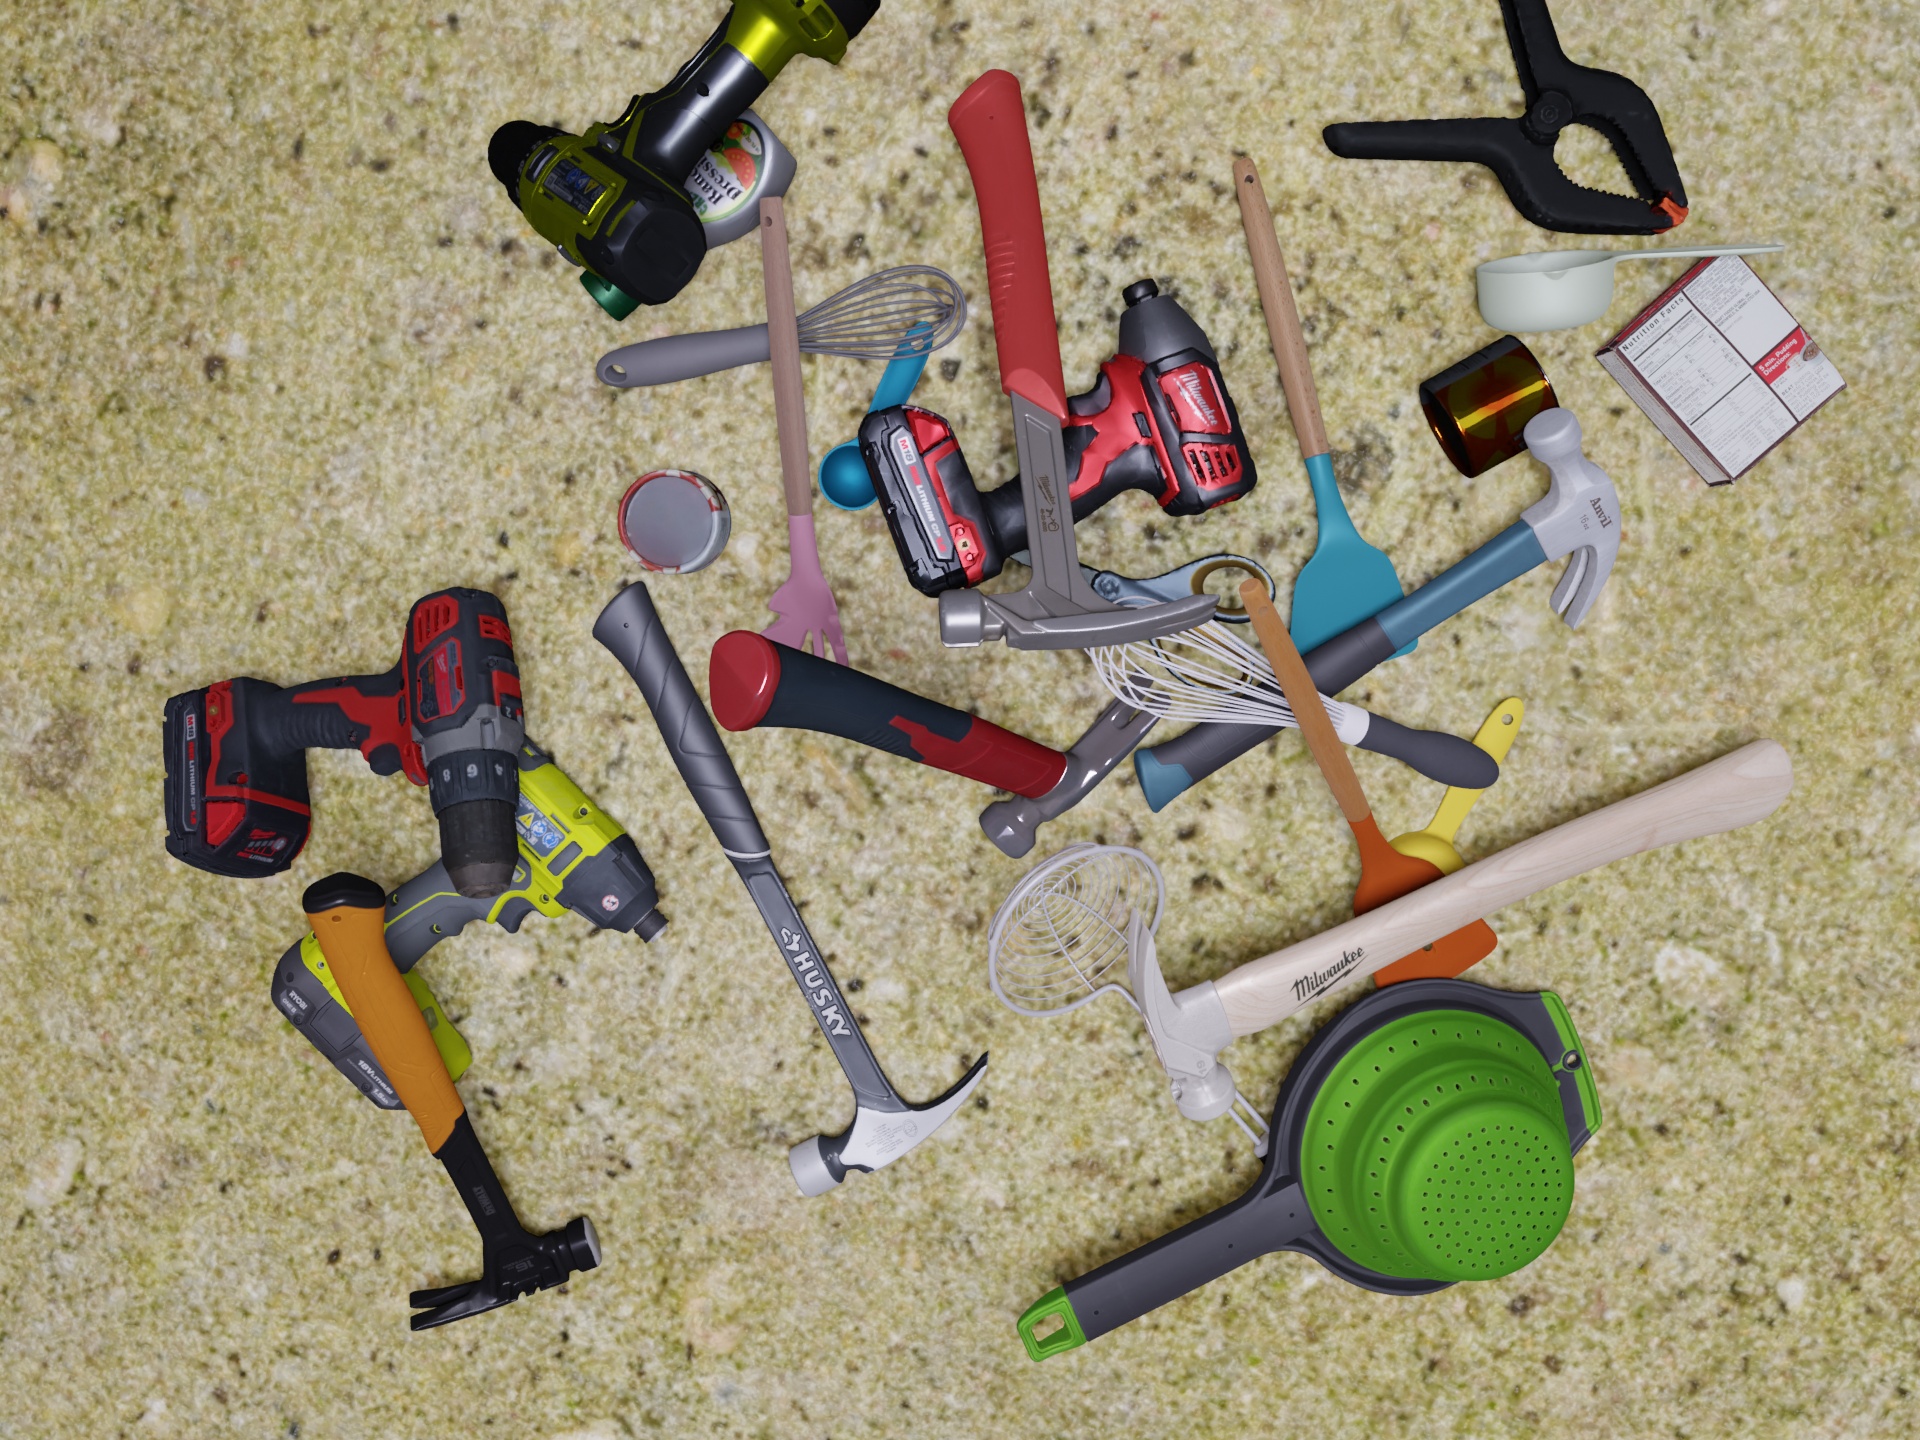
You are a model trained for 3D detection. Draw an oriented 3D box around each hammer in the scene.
[{"bbox_3d":[0.245,-0.046,0.964,0.331,0.033,0.128,-34,122,13],"label":"hammer"},{"bbox_3d":[-0.331,0.237,0.977,0.127,0.034,0.336,-18,120,-10],"label":"hammer"},{"bbox_3d":[0.048,-0.212,0.899,0.149,0.036,0.359,-5,71,-2],"label":"hammer"},{"bbox_3d":[-0.124,0.099,1.023,0.149,0.036,0.409,-26,94,5],"label":"hammer"},{"bbox_3d":[-0.001,-0.003,0.839,0.143,0.386,0.038,-45,65,11],"label":"hammer"},{"bbox_3d":[0.296,0.096,0.932,0.410,0.038,0.146,-23,120,-4],"label":"hammer"}]

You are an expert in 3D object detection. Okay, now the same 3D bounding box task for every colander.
[{"bbox_3d":[0.224,0.300,0.950,0.397,0.094,0.204,-24,102,-6],"label":"colander"}]

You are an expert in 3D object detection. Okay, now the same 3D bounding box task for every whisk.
[{"bbox_3d":[0.199,-0.008,0.932,0.284,0.070,0.070,18,98,-19],"label":"whisk"},{"bbox_3d":[-0.112,-0.236,0.974,0.239,0.055,0.055,-8,96,11],"label":"whisk"}]

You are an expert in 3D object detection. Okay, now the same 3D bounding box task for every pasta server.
[{"bbox_3d":[-0.102,-0.151,0.962,0.060,0.040,0.316,2,110,16],"label":"pasta server"}]

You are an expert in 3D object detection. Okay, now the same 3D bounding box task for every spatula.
[{"bbox_3d":[0.226,0.043,0.916,0.081,0.041,0.322,-29,126,6],"label":"spatula"},{"bbox_3d":[0.208,-0.185,0.974,0.082,0.044,0.317,-14,91,5],"label":"spatula"}]

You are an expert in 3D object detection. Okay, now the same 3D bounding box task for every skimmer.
[{"bbox_3d":[0.159,0.227,0.990,0.127,0.090,0.363,-42,93,-3],"label":"skimmer"}]

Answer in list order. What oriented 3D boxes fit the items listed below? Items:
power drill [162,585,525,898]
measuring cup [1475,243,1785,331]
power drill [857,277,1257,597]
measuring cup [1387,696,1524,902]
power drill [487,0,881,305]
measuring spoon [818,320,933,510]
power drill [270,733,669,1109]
[{"bbox_3d":[-0.365,0.035,0.965,0.226,0.080,0.188,-16,71,15],"label":"power drill"},{"bbox_3d":[0.385,-0.252,0.921,0.167,0.083,0.038,-2,113,11],"label":"measuring cup"},{"bbox_3d":[0.056,-0.167,0.951,0.219,0.078,0.143,-20,94,-3],"label":"power drill"},{"bbox_3d":[0.311,0.057,0.990,0.062,0.029,0.156,26,100,0],"label":"measuring cup"},{"bbox_3d":[-0.172,-0.368,0.925,0.228,0.080,0.191,-51,54,3],"label":"power drill"},{"bbox_3d":[-0.049,-0.190,0.996,0.042,0.021,0.128,26,89,-3],"label":"measuring spoon"},{"bbox_3d":[-0.311,0.135,1.020,0.223,0.080,0.171,-45,91,4],"label":"power drill"}]
